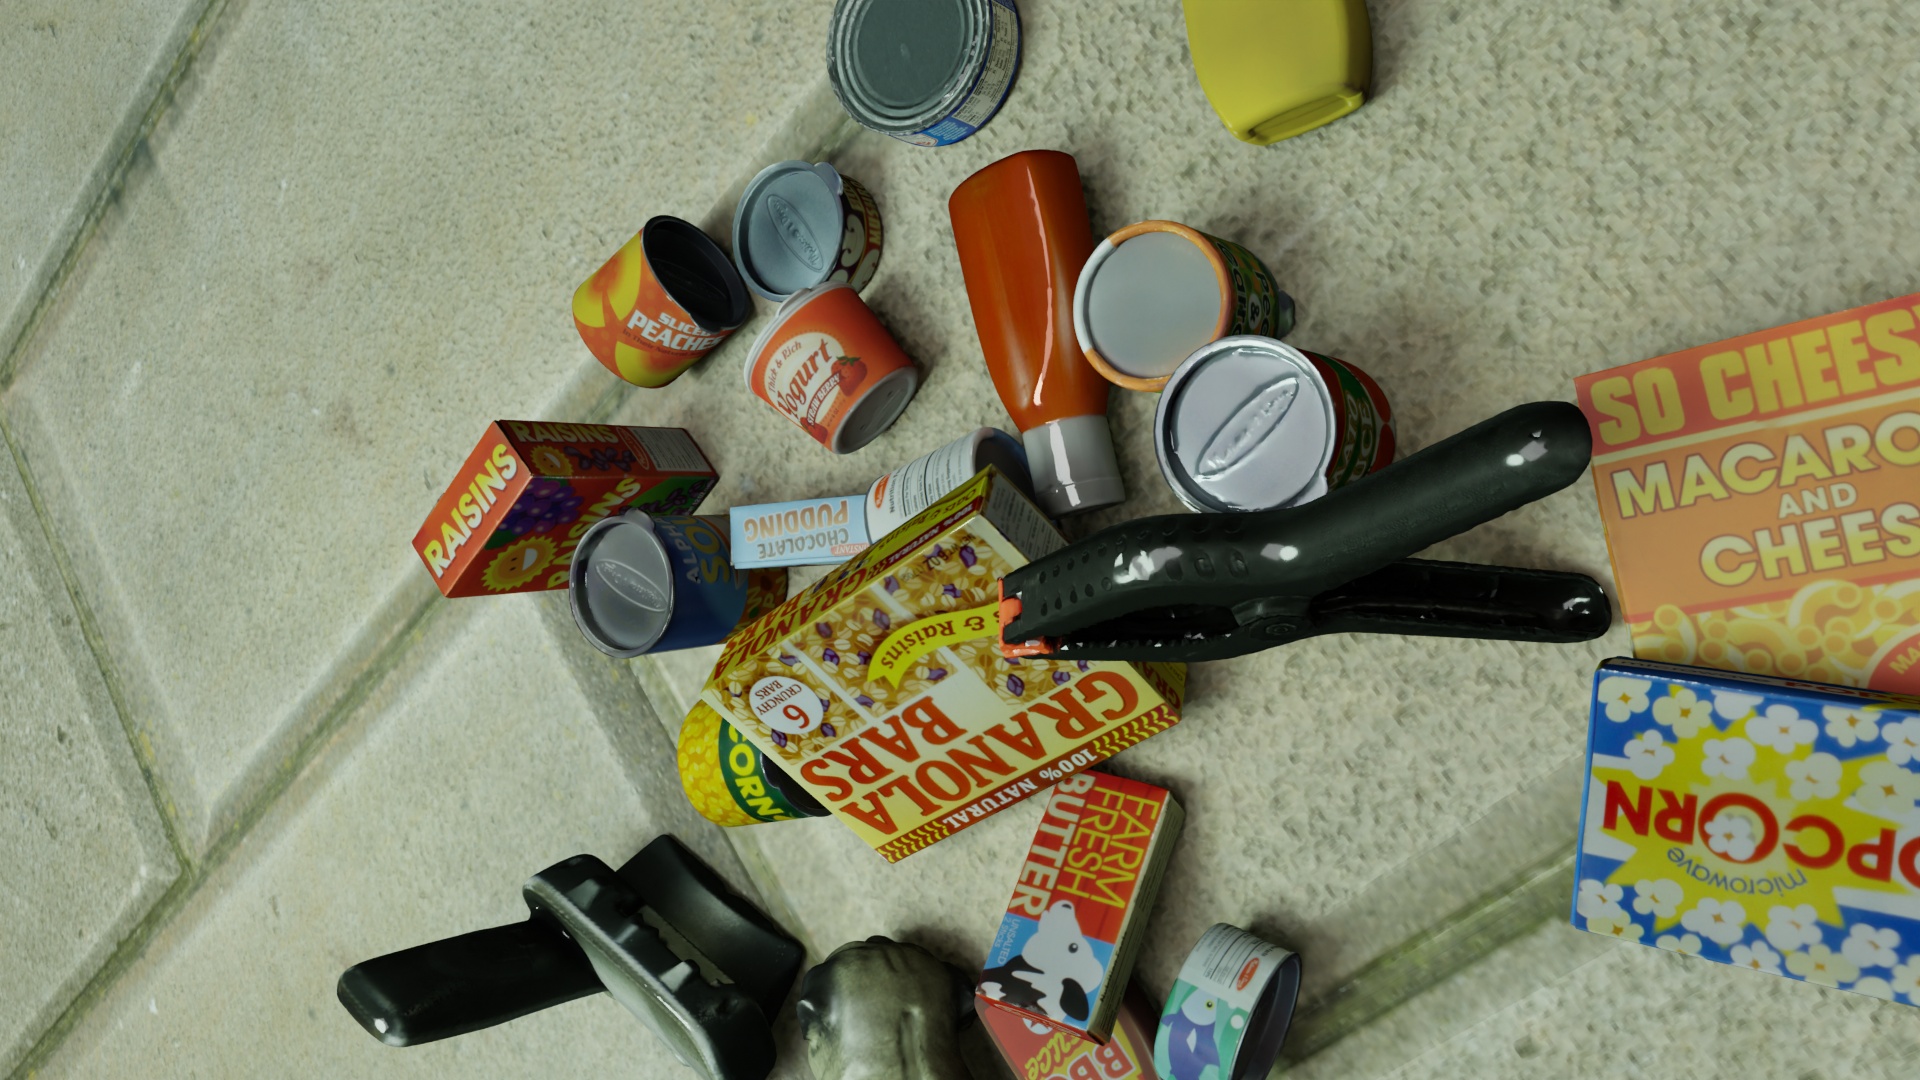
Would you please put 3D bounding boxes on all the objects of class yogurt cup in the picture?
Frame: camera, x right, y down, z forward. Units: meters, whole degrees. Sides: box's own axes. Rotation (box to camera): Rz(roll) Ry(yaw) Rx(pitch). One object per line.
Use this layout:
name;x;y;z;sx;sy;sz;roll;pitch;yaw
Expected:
yogurt cup;-0.056;-0.076;0.634;0.054;0.072;0.072;44;113;14

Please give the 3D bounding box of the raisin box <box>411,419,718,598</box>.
raisin box;-0.192;-0.016;0.682;0.085;0.123;0.040;-47;69;24

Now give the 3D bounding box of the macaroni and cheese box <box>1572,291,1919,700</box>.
macaroni and cheese box;0.280;0.014;0.444;0.123;0.040;0.166;-14;85;31

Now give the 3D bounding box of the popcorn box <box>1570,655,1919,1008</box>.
popcorn box;0.255;0.086;0.416;0.126;0.038;0.085;7;96;32

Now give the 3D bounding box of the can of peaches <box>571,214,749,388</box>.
can of peaches;-0.148;-0.115;0.685;0.058;0.071;0.071;-33;75;29

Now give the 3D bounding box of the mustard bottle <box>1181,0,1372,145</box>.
mustard bottle;0.113;-0.237;0.534;0.065;0.049;0.160;-14;83;31

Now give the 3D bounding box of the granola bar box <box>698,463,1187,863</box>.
granola bar box;-0.008;0.058;0.581;0.165;0.039;0.124;-33;112;31

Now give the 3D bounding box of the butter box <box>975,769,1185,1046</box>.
butter box;0.050;0.146;0.567;0.053;0.024;0.104;8;61;31

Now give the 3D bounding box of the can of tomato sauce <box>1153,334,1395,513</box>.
can of tomato sauce;0.120;-0.038;0.515;0.071;0.083;0.071;1;92;31

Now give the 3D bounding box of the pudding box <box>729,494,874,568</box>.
pudding box;-0.061;-0.004;0.646;0.083;0.050;0.030;-4;88;32

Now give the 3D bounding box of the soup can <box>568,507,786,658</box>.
soup can;-0.134;0.018;0.671;0.071;0.084;0.071;1;92;31

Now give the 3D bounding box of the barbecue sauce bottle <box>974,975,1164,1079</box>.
barbecue sauce bottle;0.070;0.237;0.576;0.064;0.044;0.149;-41;71;17

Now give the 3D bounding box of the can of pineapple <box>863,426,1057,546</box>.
can of pineapple;0.002;-0.008;0.599;0.057;0.071;0.071;-24;79;30

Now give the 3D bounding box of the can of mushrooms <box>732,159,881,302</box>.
can of mushrooms;-0.071;-0.146;0.658;0.071;0.033;0.071;1;91;32

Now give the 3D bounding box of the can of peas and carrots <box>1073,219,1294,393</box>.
can of peas and carrots;0.088;-0.090;0.547;0.071;0.059;0.071;1;93;32

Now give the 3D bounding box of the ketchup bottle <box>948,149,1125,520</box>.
ketchup bottle;0.035;-0.084;0.586;0.064;0.044;0.149;-19;81;54

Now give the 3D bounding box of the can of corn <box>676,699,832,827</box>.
can of corn;-0.092;0.101;0.655;0.058;0.071;0.071;-14;84;32

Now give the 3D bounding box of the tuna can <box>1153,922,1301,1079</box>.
tuna can;0.104;0.187;0.541;0.033;0.071;0.071;19;101;31
